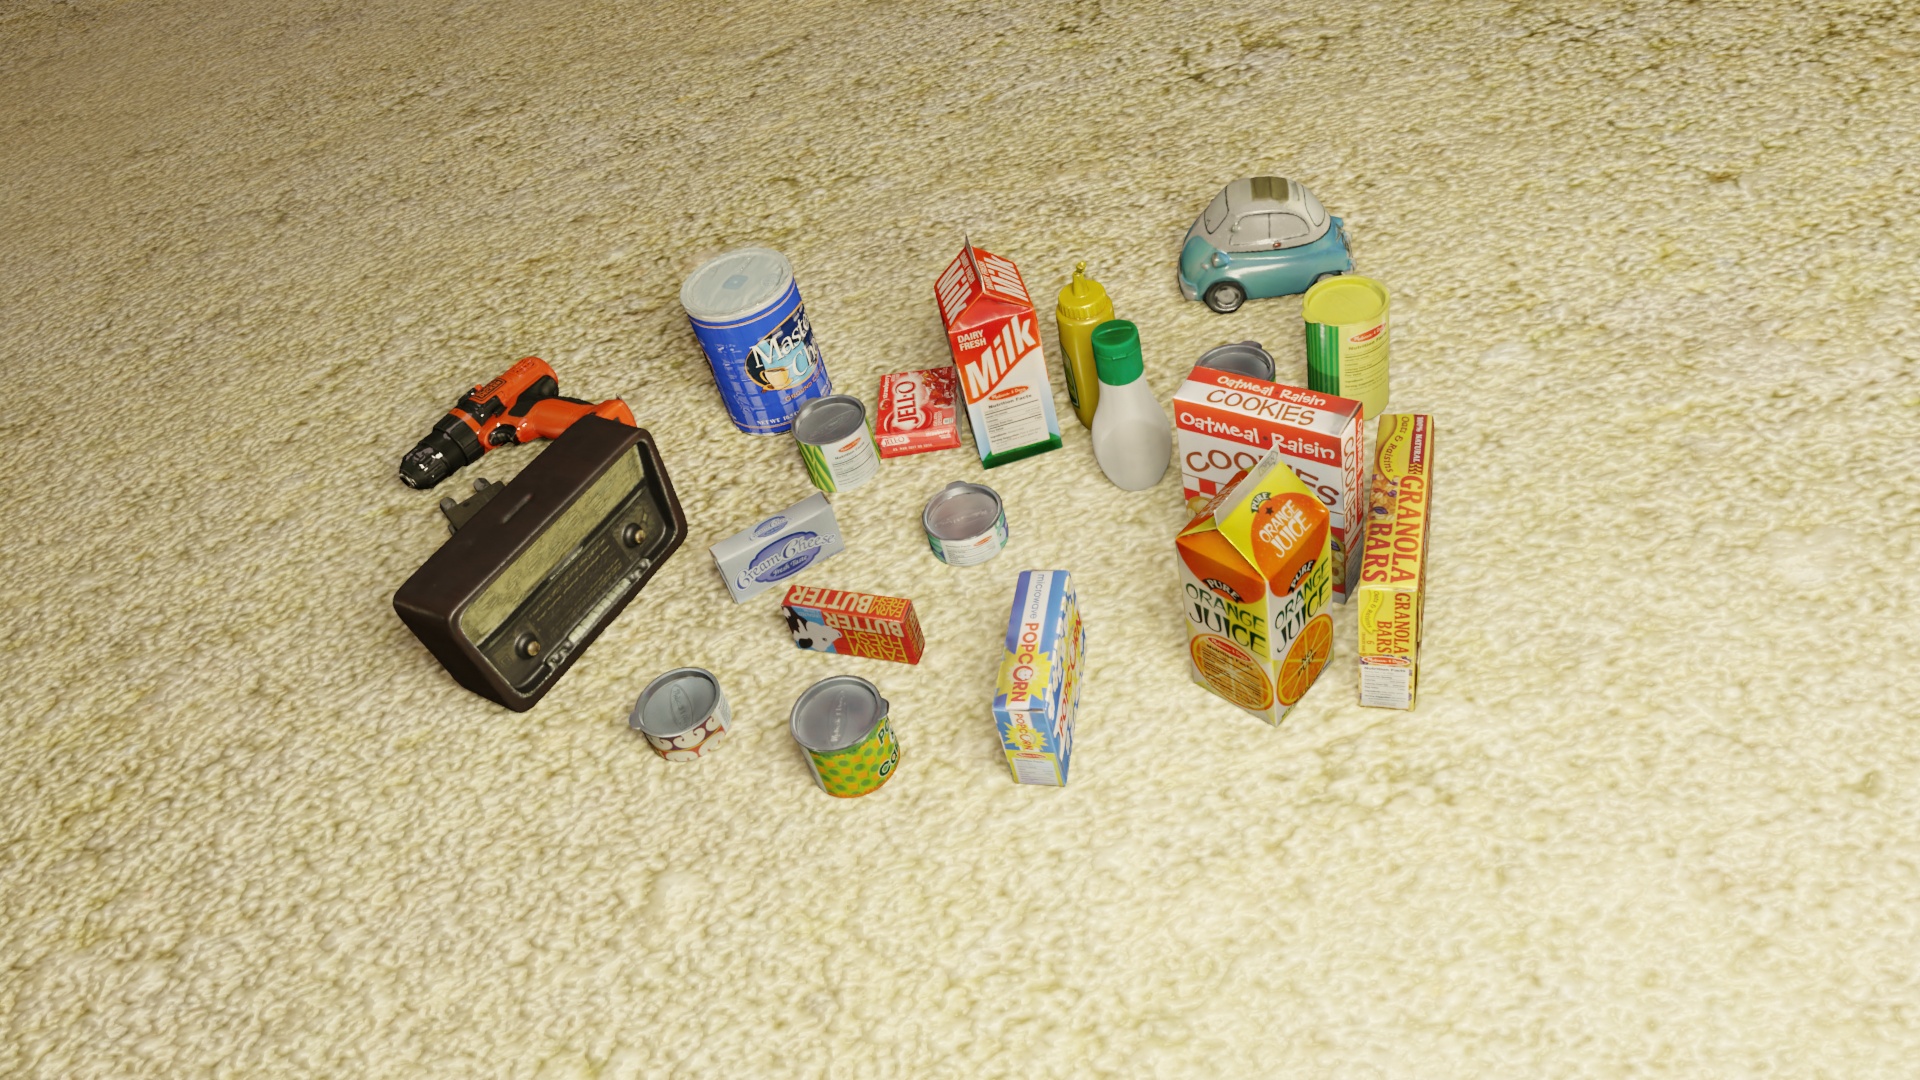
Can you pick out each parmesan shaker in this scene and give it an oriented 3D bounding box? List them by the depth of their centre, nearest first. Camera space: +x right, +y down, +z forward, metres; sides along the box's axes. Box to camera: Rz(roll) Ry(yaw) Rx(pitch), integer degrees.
[{"bbox_3d":[0.310,-0.153,1.124,0.071,0.102,0.072,-8,44,8],"label":"parmesan shaker"}]

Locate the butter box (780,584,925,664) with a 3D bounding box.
[{"bbox_3d":[-0.080,0.064,1.051,0.103,0.053,0.024,6,48,21],"label":"butter box"}]

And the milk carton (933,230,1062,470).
[{"bbox_3d":[0.029,-0.158,1.146,0.073,0.189,0.073,-16,43,0],"label":"milk carton"}]

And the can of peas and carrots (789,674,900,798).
[{"bbox_3d":[-0.078,0.137,0.972,0.071,0.058,0.071,-8,44,8],"label":"can of peas and carrots"}]

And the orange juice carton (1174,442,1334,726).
[{"bbox_3d":[0.193,0.027,0.909,0.073,0.191,0.072,27,58,36],"label":"orange juice carton"}]

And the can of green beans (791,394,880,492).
[{"bbox_3d":[-0.107,-0.084,1.206,0.071,0.057,0.071,-8,44,8],"label":"can of green beans"}]

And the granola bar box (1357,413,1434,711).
[{"bbox_3d":[0.297,0.013,0.943,0.039,0.123,0.166,3,47,20],"label":"granola bar box"}]

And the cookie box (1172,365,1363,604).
[{"bbox_3d":[0.221,-0.039,0.987,0.123,0.166,0.040,17,53,30],"label":"cookie box"}]

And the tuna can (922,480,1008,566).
[{"bbox_3d":[0.004,-0.014,1.121,0.071,0.032,0.071,-8,44,8],"label":"tuna can"}]

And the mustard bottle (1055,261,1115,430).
[{"bbox_3d":[0.107,-0.166,1.155,0.049,0.159,0.065,-17,43,-1],"label":"mustard bottle"}]

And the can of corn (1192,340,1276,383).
[{"bbox_3d":[0.229,-0.121,1.148,0.071,0.058,0.071,-8,44,8],"label":"can of corn"}]

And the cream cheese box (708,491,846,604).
[{"bbox_3d":[-0.147,0.007,1.129,0.104,0.053,0.024,-28,45,-12],"label":"cream cheese box"}]

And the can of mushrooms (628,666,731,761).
[{"bbox_3d":[-0.208,0.130,1.035,0.071,0.033,0.071,-8,44,8],"label":"can of mushrooms"}]

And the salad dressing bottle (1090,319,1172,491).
[{"bbox_3d":[0.131,-0.106,1.095,0.064,0.147,0.044,-11,44,5],"label":"salad dressing bottle"}]

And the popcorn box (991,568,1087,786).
[{"bbox_3d":[0.057,0.093,0.959,0.038,0.084,0.127,-1,45,16],"label":"popcorn box"}]
